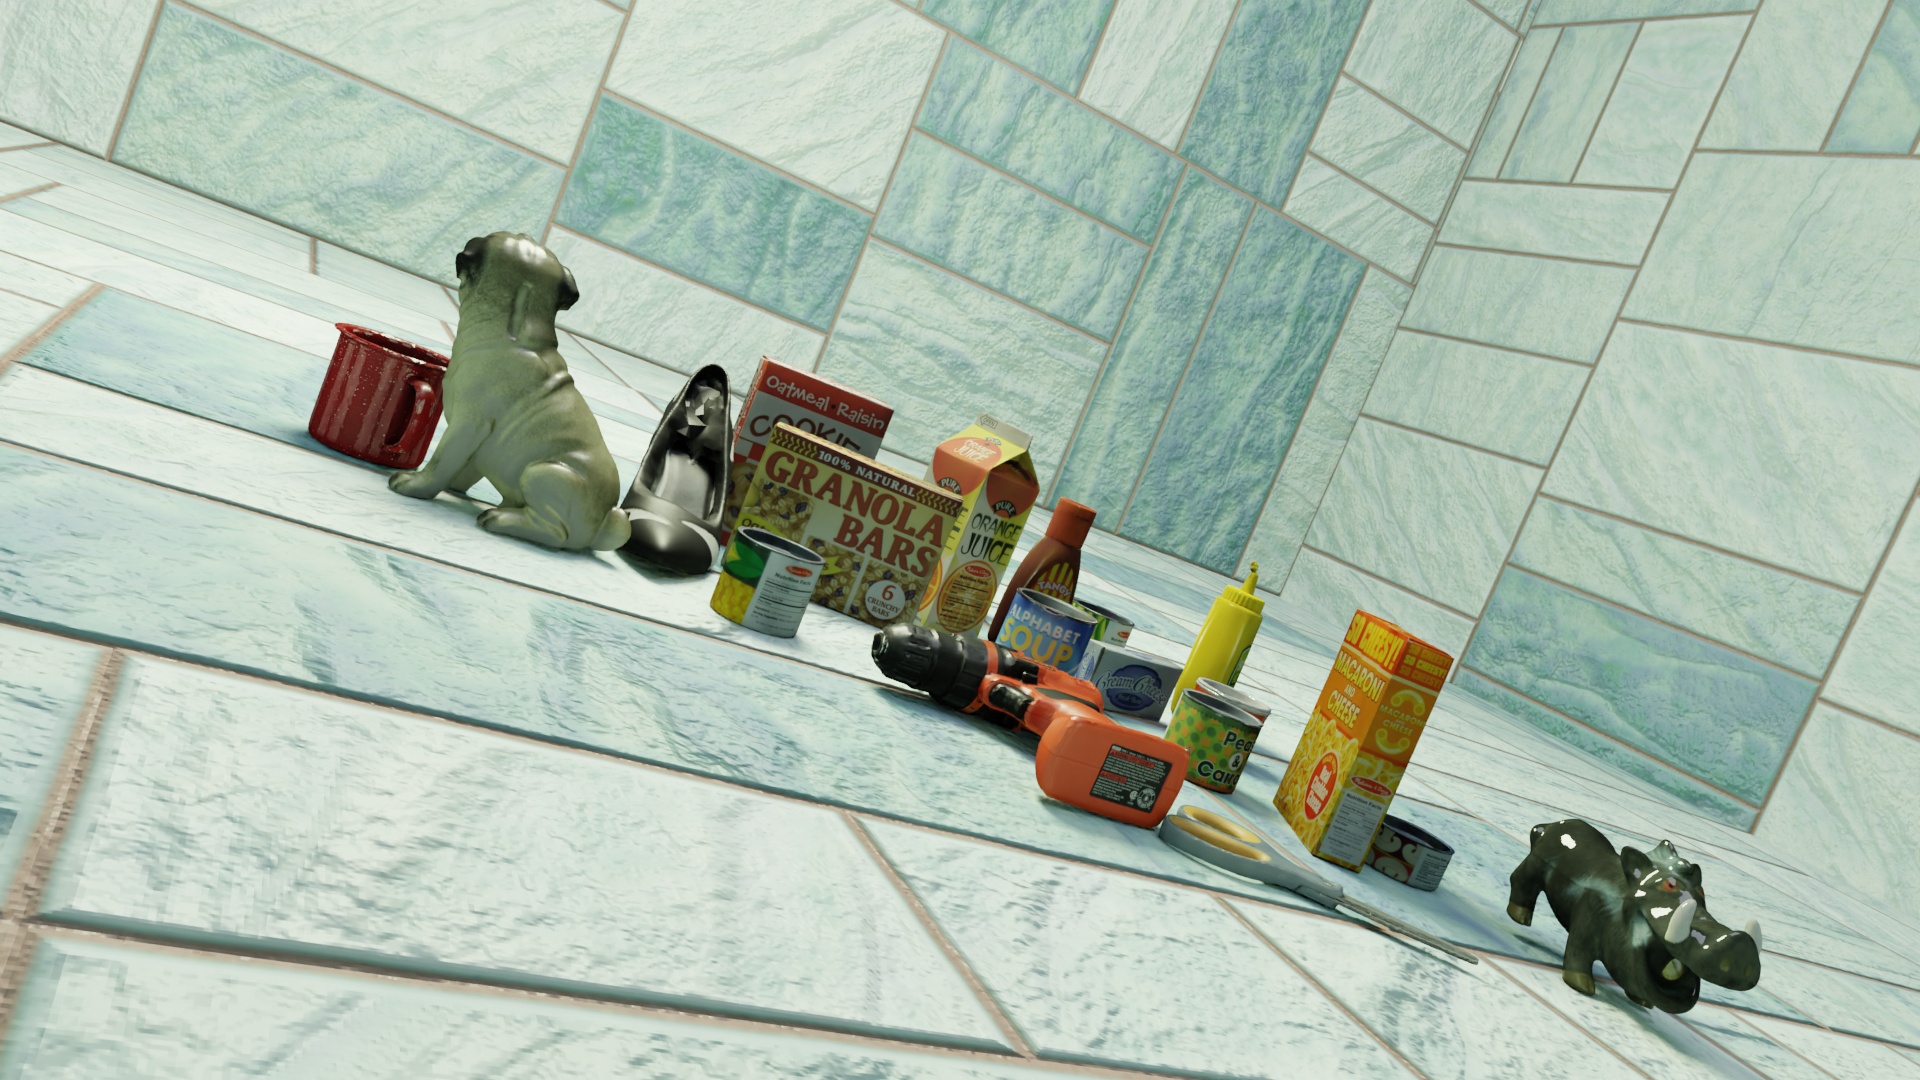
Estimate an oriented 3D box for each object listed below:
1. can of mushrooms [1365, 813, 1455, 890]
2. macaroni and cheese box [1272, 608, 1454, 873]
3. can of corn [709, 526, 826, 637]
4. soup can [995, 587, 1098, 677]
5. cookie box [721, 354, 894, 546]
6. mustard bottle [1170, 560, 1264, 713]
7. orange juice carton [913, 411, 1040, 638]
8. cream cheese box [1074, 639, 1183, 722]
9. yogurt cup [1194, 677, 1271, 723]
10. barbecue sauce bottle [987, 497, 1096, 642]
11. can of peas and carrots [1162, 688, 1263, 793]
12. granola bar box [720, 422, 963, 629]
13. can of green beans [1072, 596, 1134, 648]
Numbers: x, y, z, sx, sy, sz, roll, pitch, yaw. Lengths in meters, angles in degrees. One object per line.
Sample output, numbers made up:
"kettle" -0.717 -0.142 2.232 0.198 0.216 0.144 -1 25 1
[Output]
"can of mushrooms" 0.324 0.227 1.023 0.071 0.033 0.071 22 6 -2
"macaroni and cheese box" 0.292 0.142 1.017 0.040 0.166 0.124 22 6 -3
"can of corn" -0.137 0.029 0.978 0.071 0.058 0.071 22 6 -2
"soup can" 0.057 0.086 1.047 0.071 0.083 0.071 22 6 -2
"cookie box" -0.147 -0.065 1.230 0.123 0.167 0.040 20 6 -22
"mustard bottle" 0.246 0.094 1.294 0.049 0.160 0.065 24 6 19
"orange juice carton" 0.004 -0.015 1.227 0.073 0.192 0.072 17 8 -46
"cream cheese box" 0.142 0.121 1.193 0.104 0.053 0.024 18 7 -38
"yogurt cup" 0.225 0.155 1.191 0.072 0.054 0.072 22 6 -2
"barbecue sauce bottle" 0.079 0.035 1.270 0.065 0.148 0.044 19 6 -28
"can of peas and carrots" 0.191 0.154 1.061 0.071 0.058 0.071 22 6 -2
"granola bar box" -0.096 -0.009 1.134 0.165 0.124 0.039 22 6 -3
"can of green beans" 0.128 0.095 1.347 0.071 0.057 0.071 22 6 -2
